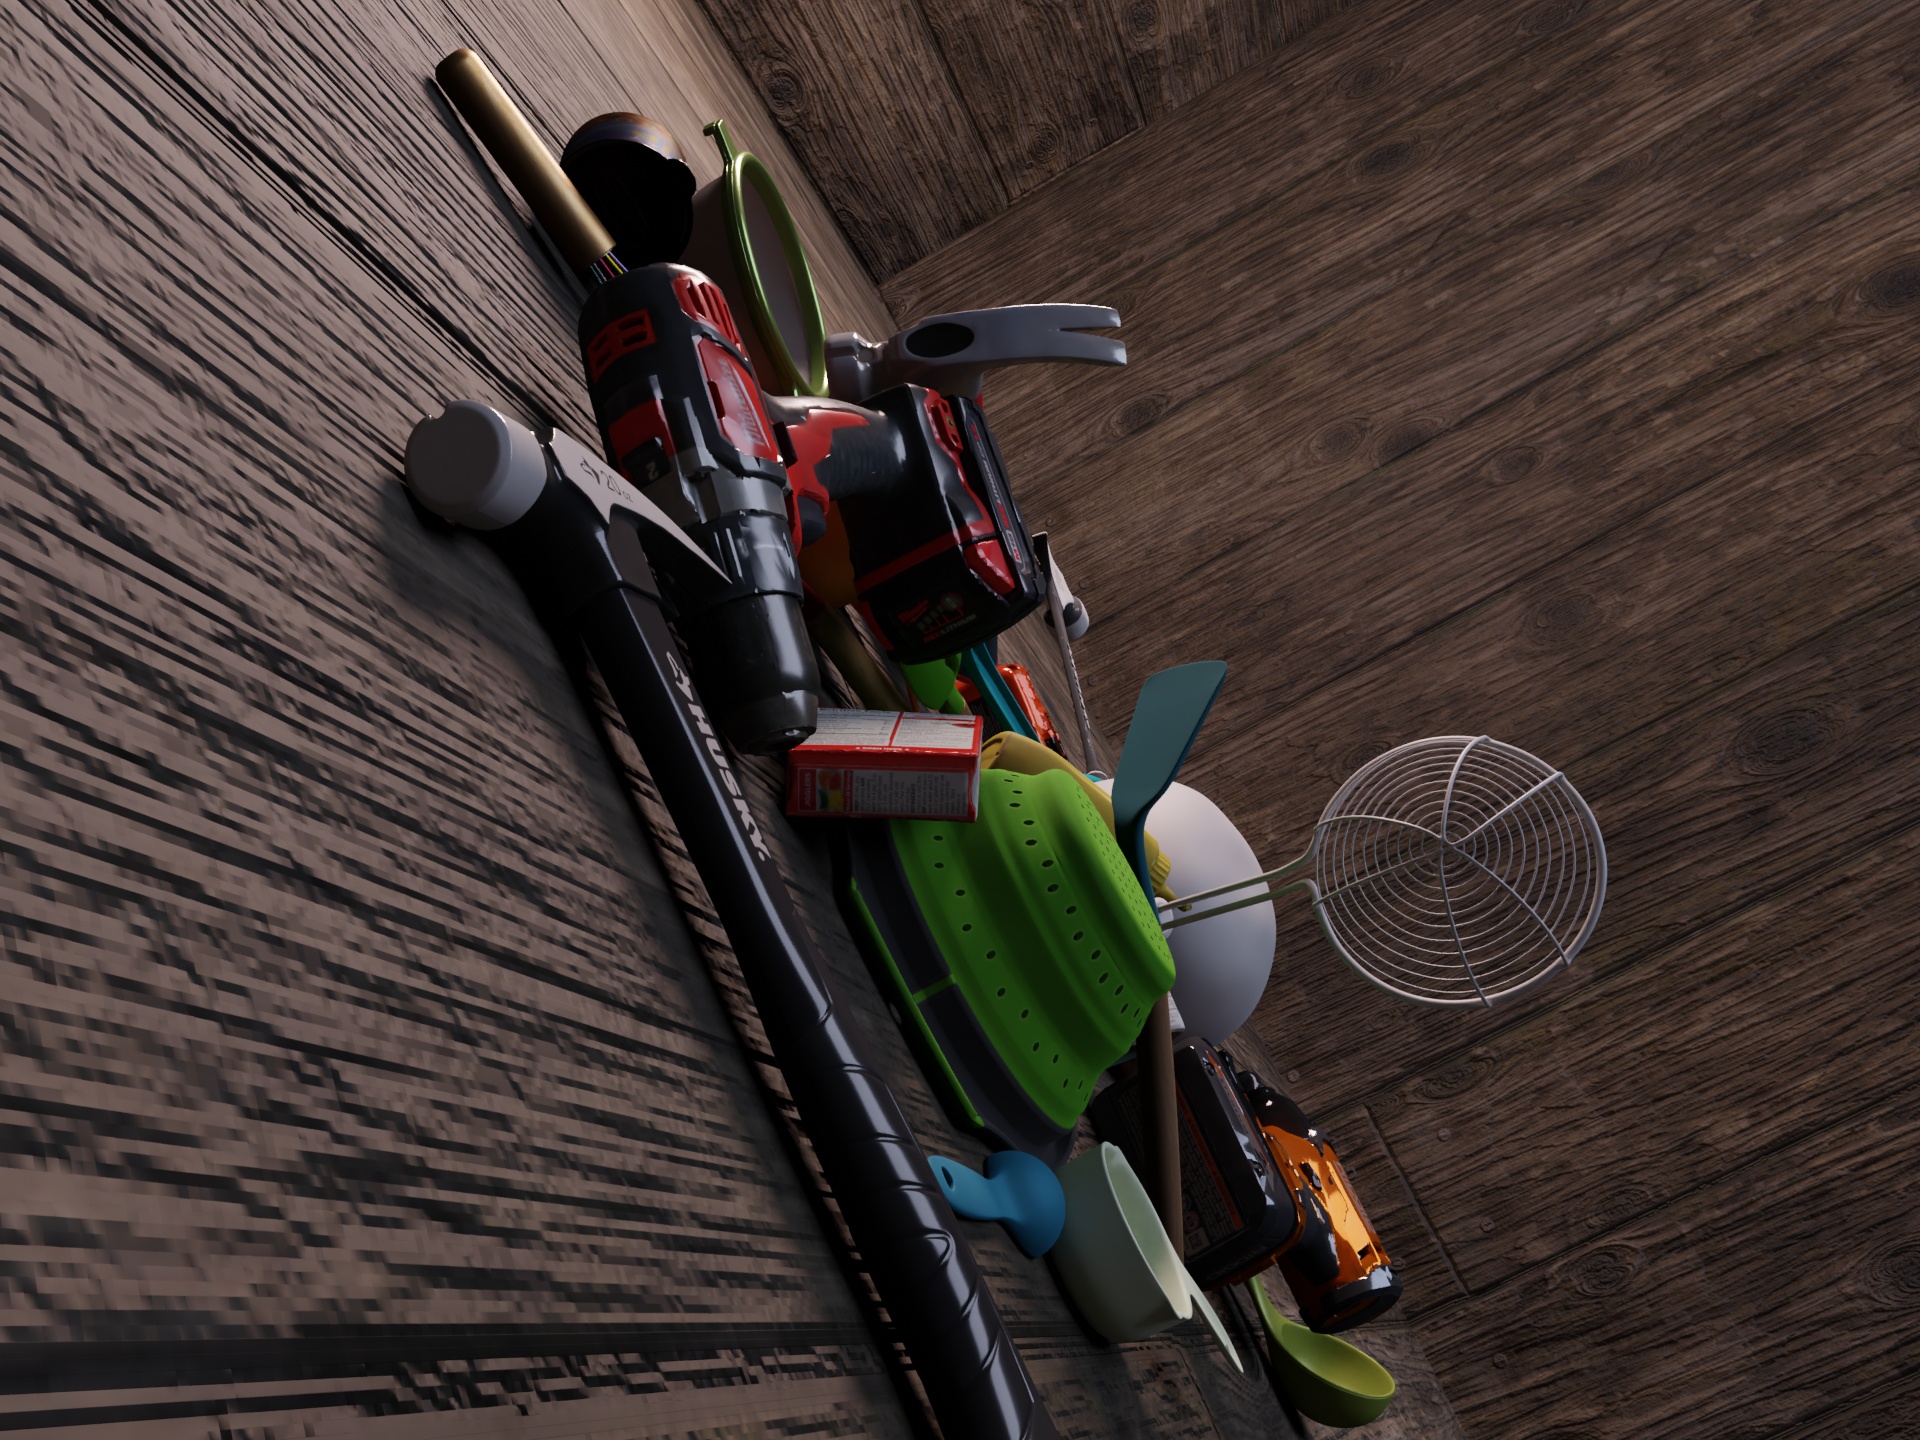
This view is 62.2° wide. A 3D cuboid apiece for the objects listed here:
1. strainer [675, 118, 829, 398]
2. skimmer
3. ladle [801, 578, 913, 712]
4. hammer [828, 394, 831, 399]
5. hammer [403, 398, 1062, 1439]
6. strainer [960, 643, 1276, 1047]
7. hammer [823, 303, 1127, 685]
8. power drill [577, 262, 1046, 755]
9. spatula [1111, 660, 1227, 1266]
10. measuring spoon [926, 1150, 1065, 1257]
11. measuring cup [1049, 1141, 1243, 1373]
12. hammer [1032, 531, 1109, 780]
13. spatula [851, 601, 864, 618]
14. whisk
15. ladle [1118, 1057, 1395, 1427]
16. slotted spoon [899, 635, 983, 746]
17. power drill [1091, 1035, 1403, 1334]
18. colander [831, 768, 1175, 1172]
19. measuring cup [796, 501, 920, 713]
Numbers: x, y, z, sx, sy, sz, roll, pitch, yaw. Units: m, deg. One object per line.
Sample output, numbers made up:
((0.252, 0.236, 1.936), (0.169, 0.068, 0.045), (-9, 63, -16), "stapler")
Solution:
((-0.123, -0.200, 0.921), (0.151, 0.069, 0.256), (44, 35, -71), "strainer")
((0.161, 0.100, 0.827), (0.090, 0.363, 0.127), (14, 69, -24), "skimmer")
((-0.061, -0.037, 0.779), (0.315, 0.031, 0.069), (54, 15, -44), "ladle")
((-0.129, -0.300, 1.327), (0.130, 0.031, 0.331), (63, 7, 9), "hammer")
((-0.049, 0.070, 0.455), (0.335, 0.035, 0.146), (63, 8, 12), "hammer")
((0.116, 0.068, 1.030), (0.340, 0.095, 0.211), (58, 26, -18), "strainer")
((0.017, -0.111, 0.923), (0.386, 0.143, 0.038), (81, 2, -69), "hammer")
((-0.053, -0.073, 0.657), (0.226, 0.080, 0.188), (6, 63, -60), "power drill")
((0.106, 0.129, 0.806), (0.082, 0.044, 0.317), (169, -81, -66), "spatula")
((0.016, 0.168, 0.575), (0.042, 0.021, 0.128), (65, 7, 27), "measuring spoon")
((0.080, 0.246, 0.678), (0.167, 0.038, 0.083), (58, 8, -38), "measuring cup")
((0.101, 0.032, 1.207), (0.149, 0.036, 0.409), (59, 16, -53), "hammer")
((-0.081, -0.143, 1.026), (0.323, 0.041, 0.080), (-113, 177, -46), "spatula")
((-0.155, -0.190, 0.726), (0.244, 0.051, 0.047), (54, -11, -22), "whisk")
((0.170, 0.301, 1.019), (0.320, 0.062, 0.078), (60, 15, 12), "ladle")
((-0.001, -0.003, 0.934), (0.313, 0.031, 0.070), (70, 18, -70), "slotted spoon")
((0.165, 0.259, 0.920), (0.226, 0.084, 0.164), (37, 23, -49), "power drill")
((0.044, 0.088, 0.788), (0.204, 0.094, 0.397), (62, 7, 4), "colander")
((-0.063, -0.065, 0.847), (0.095, 0.052, 0.173), (-103, 179, -63), "measuring cup")
